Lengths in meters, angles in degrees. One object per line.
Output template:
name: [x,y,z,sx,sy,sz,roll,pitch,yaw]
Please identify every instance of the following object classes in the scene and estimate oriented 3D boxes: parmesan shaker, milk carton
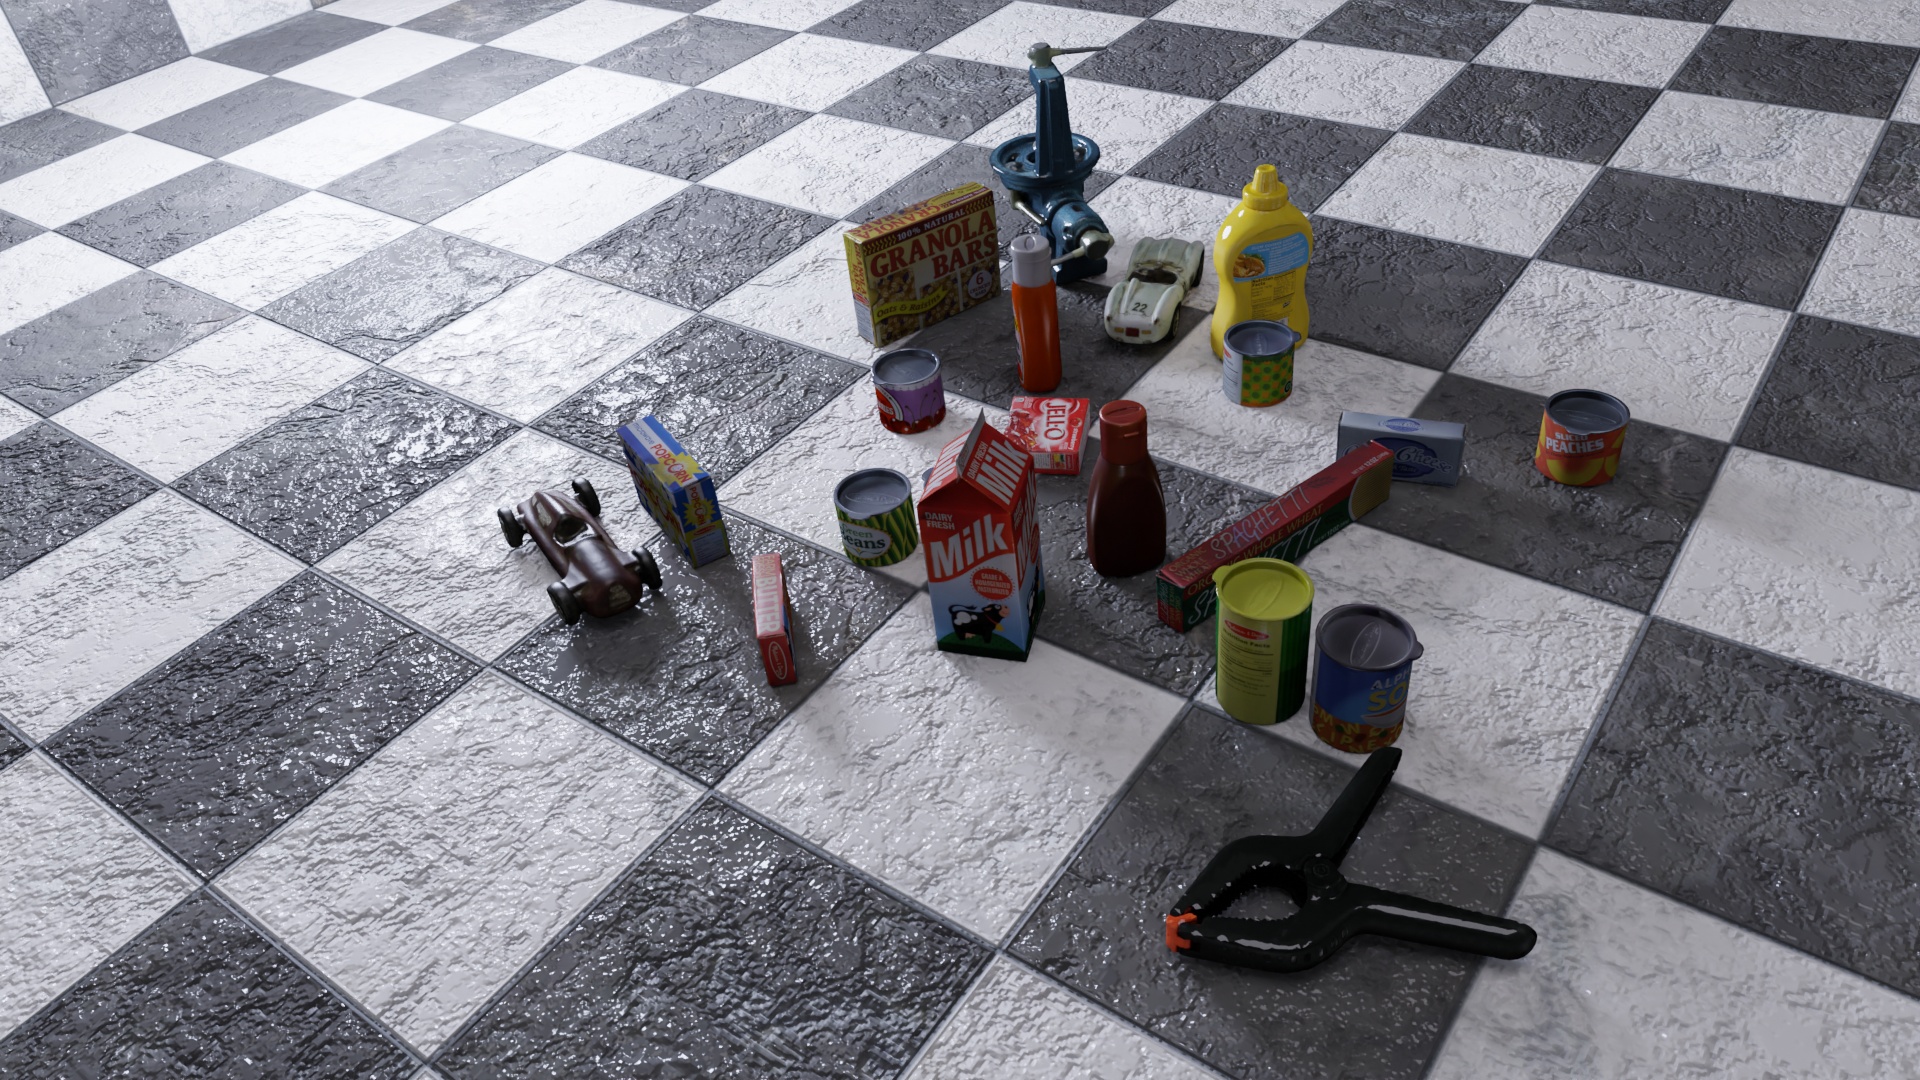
parmesan shaker: [0.212,0.071,0.988,0.071,0.102,0.072,-4,39,3]
milk carton: [0.016,-0.003,1.040,0.073,0.189,0.073,6,40,15]

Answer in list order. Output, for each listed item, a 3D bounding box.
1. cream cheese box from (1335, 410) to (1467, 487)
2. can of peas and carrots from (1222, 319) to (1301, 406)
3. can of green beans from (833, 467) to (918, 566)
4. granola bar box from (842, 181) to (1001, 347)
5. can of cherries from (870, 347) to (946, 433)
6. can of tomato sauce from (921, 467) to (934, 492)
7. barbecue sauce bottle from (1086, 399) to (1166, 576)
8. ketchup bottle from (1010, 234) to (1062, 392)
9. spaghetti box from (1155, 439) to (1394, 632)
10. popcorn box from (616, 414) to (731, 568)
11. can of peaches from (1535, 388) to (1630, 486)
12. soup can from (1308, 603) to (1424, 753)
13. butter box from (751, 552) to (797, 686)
cream cheese box: [0.376,-0.078,1.190,0.104,0.053,0.024,9,41,19]
can of peas and carrots: [0.283,-0.167,1.309,0.071,0.058,0.071,-4,39,3]
can of green beans: [-0.071,-0.020,1.179,0.071,0.057,0.071,-4,39,3]
granola bar box: [-0.036,-0.290,1.456,0.166,0.123,0.039,-28,43,-24]
can of cherries: [-0.051,-0.142,1.328,0.071,0.058,0.072,-4,39,3]
can of tomato sauce: [0.004,-0.014,1.141,0.071,0.082,0.071,-4,39,3]
barbecue sauce bottle: [0.131,-0.041,1.103,0.065,0.147,0.044,-13,39,-7]
ketchup bottle: [0.072,-0.219,1.333,0.043,0.148,0.065,-3,39,4]
spaghetti box: [0.257,-0.006,1.120,0.251,0.050,0.029,-29,44,-26]
popcorn box: [-0.251,-0.044,1.215,0.038,0.084,0.127,-26,42,-22]
can of peaches: [0.523,-0.085,1.173,0.071,0.057,0.071,-4,39,3]
soup can: [0.280,0.097,0.962,0.071,0.083,0.072,-4,39,3]
butter box: [-0.147,0.061,1.094,0.024,0.052,0.104,-10,39,-3]
